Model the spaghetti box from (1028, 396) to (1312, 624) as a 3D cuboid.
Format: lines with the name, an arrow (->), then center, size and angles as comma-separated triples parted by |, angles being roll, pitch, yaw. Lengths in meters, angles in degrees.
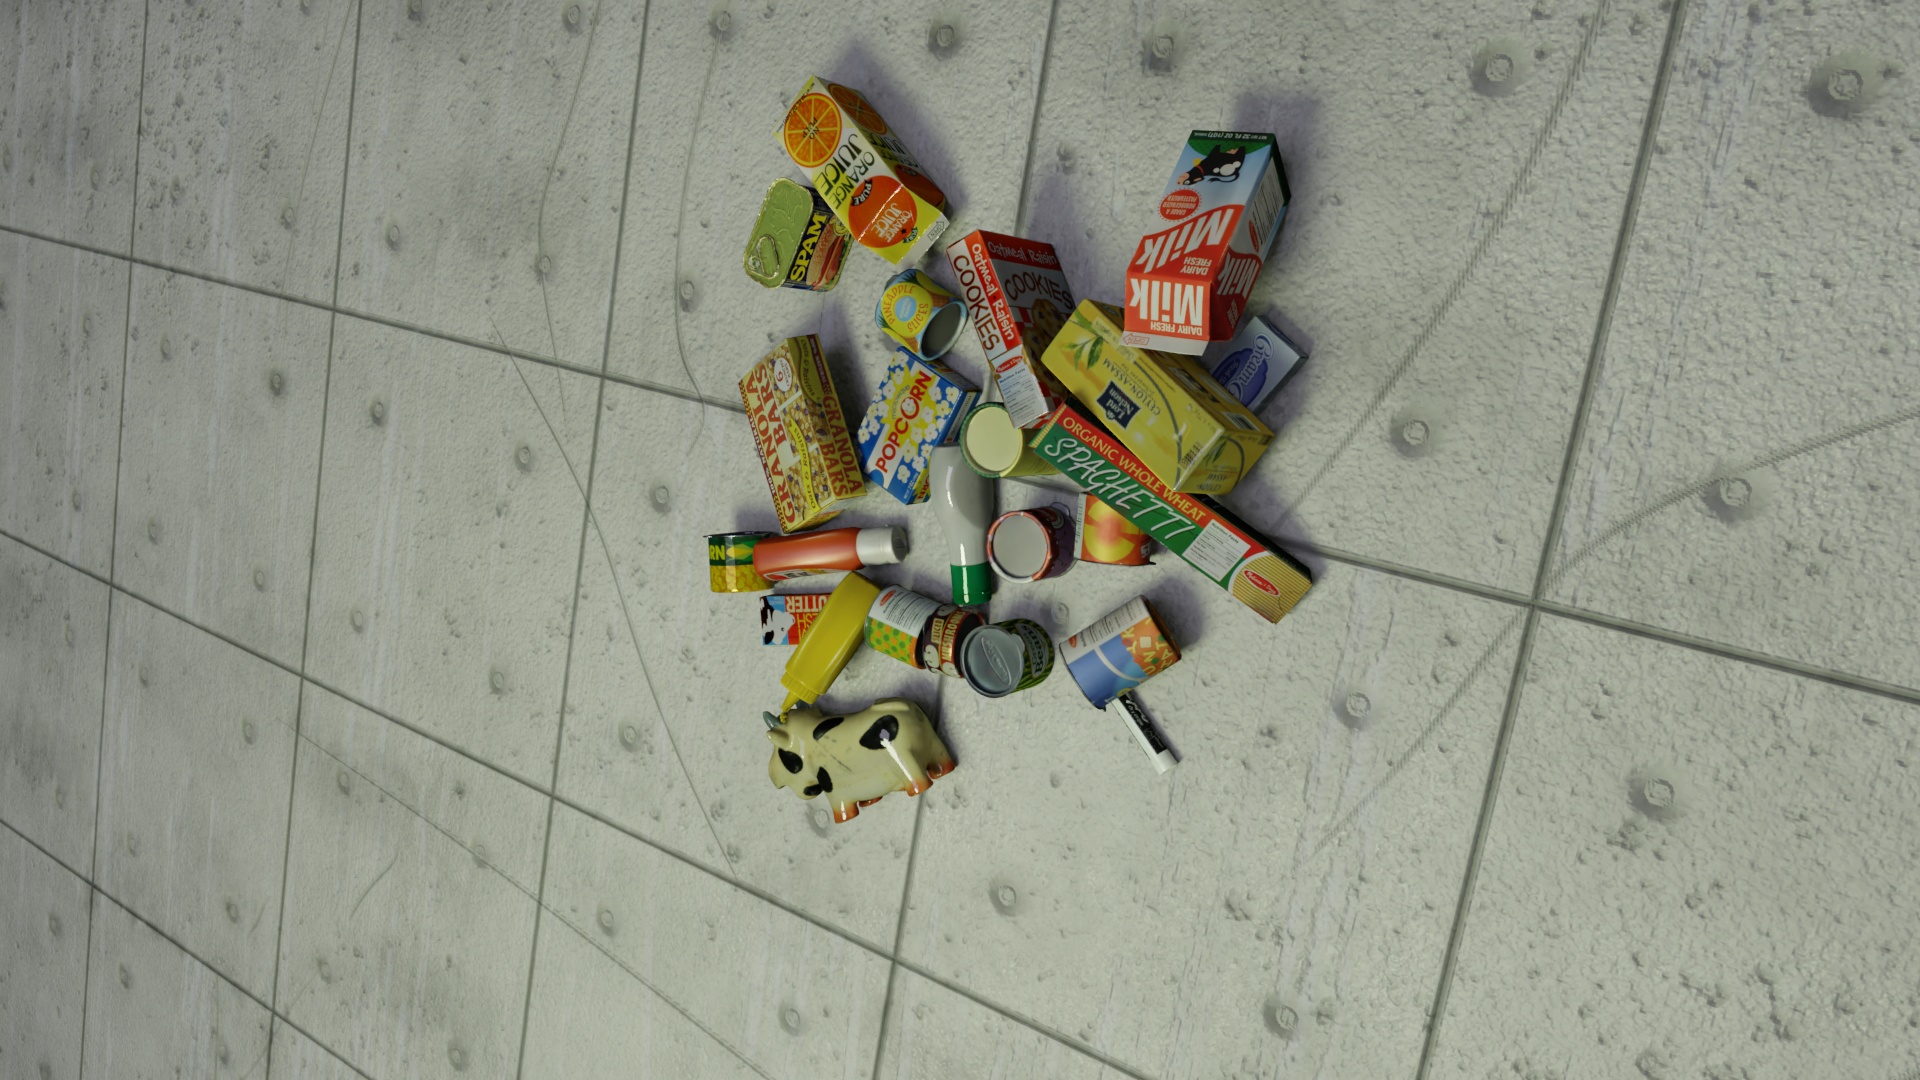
spaghetti box -> 0.170, -0.025, 1.119 | 0.250, 0.029, 0.050 | 35, 114, -5

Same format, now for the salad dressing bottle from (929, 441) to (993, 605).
salad dressing bottle -> 0.005, -0.016, 1.274 | 0.044, 0.064, 0.147 | 3, 103, 43

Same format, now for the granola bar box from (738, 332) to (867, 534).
granola bar box -> -0.157, -0.101, 1.354 | 0.124, 0.039, 0.165 | -28, 77, 56

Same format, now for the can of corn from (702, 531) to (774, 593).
can of corn -> -0.225, 0.022, 1.413 | 0.071, 0.071, 0.058 | -1, 94, 32

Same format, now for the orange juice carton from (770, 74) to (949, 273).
orange juice carton -> -0.085, -0.338, 1.299 | 0.071, 0.073, 0.193 | -45, 71, 26

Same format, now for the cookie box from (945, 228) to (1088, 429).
cookie box -> 0.061, -0.178, 1.187 | 0.040, 0.123, 0.167 | -26, 80, 32

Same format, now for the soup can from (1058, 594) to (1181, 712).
soup can -> 0.138, 0.097, 1.182 | 0.083, 0.071, 0.071 | -33, 76, 12

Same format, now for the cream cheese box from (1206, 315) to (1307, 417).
cream cheese box -> 0.231, -0.129, 1.142 | 0.053, 0.024, 0.103 | 47, 116, 19

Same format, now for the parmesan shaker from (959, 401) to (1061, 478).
parmesan shaker -> 0.053, -0.091, 1.210 | 0.071, 0.103, 0.071 | 2, 95, 32

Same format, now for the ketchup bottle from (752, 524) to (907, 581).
ketchup bottle -> -0.125, 0.011, 1.357 | 0.148, 0.065, 0.043 | -7, 84, 24

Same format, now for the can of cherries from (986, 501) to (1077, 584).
can of cherries -> 0.065, 0.001, 1.235 | 0.071, 0.058, 0.071 | 3, 96, 32

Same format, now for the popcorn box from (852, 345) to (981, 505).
popcorn box -> -0.045, -0.109, 1.310 | 0.085, 0.038, 0.126 | 36, 111, 24

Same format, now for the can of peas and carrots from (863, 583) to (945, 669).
can of peas and carrots -> -0.048, 0.083, 1.310 | 0.059, 0.071, 0.070 | 21, 105, 29

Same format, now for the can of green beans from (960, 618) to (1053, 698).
can of green beans -> 0.043, 0.106, 1.257 | 0.071, 0.058, 0.071 | 3, 95, 32

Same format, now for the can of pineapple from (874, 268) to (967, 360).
can of pineapple -> -0.037, -0.208, 1.279 | 0.058, 0.071, 0.070 | 38, 112, 24

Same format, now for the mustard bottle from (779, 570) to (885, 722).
mustard bottle -> -0.129, 0.105, 1.328 | 0.049, 0.065, 0.160 | 34, 87, 10

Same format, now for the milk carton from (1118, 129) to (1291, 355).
milk carton -> 0.188, -0.223, 1.079 | 0.072, 0.073, 0.191 | 12, 65, 30

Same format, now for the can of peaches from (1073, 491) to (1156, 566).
can of peaches -> 0.134, -0.011, 1.188 | 0.071, 0.071, 0.058 | 8, 97, 32

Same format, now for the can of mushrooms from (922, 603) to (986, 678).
can of mushrooms -> -0.006, 0.092, 1.279 | 0.033, 0.071, 0.071 | 10, 99, 30

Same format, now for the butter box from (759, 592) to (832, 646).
butter box -> -0.155, 0.080, 1.400 | 0.103, 0.024, 0.053 | -4, 92, 33
